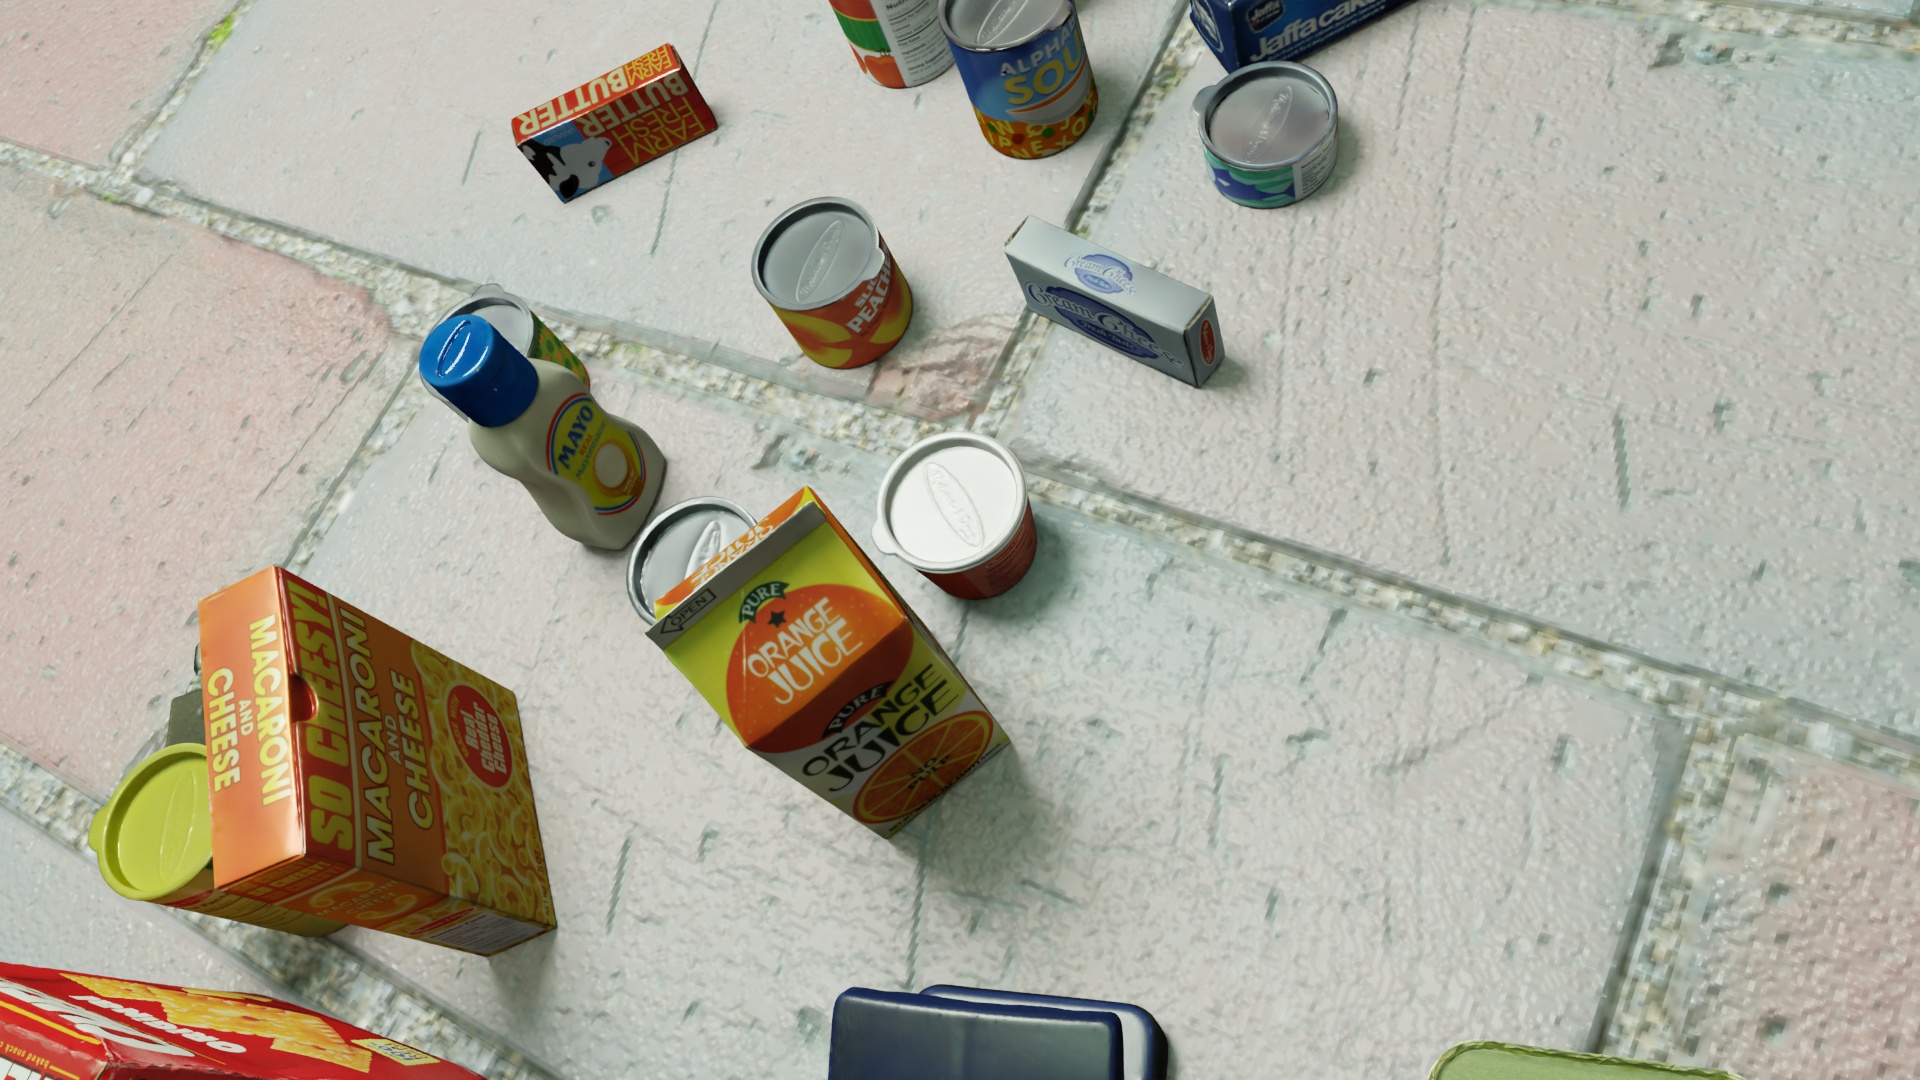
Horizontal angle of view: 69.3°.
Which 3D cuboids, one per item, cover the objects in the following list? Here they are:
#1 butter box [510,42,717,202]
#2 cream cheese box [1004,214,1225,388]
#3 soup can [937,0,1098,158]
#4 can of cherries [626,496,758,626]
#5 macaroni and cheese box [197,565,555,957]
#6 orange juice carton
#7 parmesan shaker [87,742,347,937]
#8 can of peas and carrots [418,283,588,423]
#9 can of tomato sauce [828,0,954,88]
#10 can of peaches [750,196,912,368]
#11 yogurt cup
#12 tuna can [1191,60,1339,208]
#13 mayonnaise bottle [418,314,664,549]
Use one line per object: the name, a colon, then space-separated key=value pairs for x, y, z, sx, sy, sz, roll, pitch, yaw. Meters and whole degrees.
butter box: x=-0.196 y=-0.237 z=0.790 sx=0.103 sy=0.053 sz=0.024 roll=-24 pitch=61 yaw=5
cream cheese box: x=0.072 y=-0.111 z=0.650 sx=0.104 sy=0.053 sz=0.024 roll=31 pitch=78 yaw=26
soup can: x=0.033 y=-0.245 z=0.707 sx=0.071 sy=0.083 sz=0.071 roll=-7 pitch=64 yaw=14
can of cherries: x=-0.108 y=0.022 z=0.639 sx=0.071 sy=0.058 sz=0.072 roll=-7 pitch=64 yaw=14
macaroni and cheese box: x=-0.238 y=0.097 z=0.581 sx=0.040 sy=0.166 sz=0.124 roll=-24 pitch=61 yaw=5
orange juice carton: x=-0.050 y=0.046 z=0.533 sx=0.072 sy=0.192 sz=0.073 roll=-38 pitch=61 yaw=-2
parmesan shaker: x=-0.321 y=0.137 z=0.624 sx=0.071 sy=0.102 sz=0.071 roll=-7 pitch=64 yaw=14
can of peas and carrots: x=-0.238 y=-0.090 z=0.730 sx=0.071 sy=0.058 sz=0.071 roll=-7 pitch=64 yaw=14
can of tomato sauce: x=-0.040 y=-0.300 z=0.755 sx=0.071 sy=0.083 sz=0.071 roll=-7 pitch=64 yaw=14
can of peaches: x=-0.061 y=-0.127 z=0.695 sx=0.071 sy=0.058 sz=0.071 roll=-7 pitch=64 yaw=14
yogurt cup: x=0.002 y=-0.008 z=0.622 sx=0.072 sy=0.053 sz=0.072 roll=-7 pitch=64 yaw=14
tuna can: x=0.149 y=-0.199 z=0.680 sx=0.071 sy=0.032 sz=0.071 roll=-7 pitch=64 yaw=14
mayonnaise bottle: x=-0.193 y=-0.051 z=0.647 sx=0.041 sy=0.147 sz=0.065 roll=12 pitch=70 yaw=22
